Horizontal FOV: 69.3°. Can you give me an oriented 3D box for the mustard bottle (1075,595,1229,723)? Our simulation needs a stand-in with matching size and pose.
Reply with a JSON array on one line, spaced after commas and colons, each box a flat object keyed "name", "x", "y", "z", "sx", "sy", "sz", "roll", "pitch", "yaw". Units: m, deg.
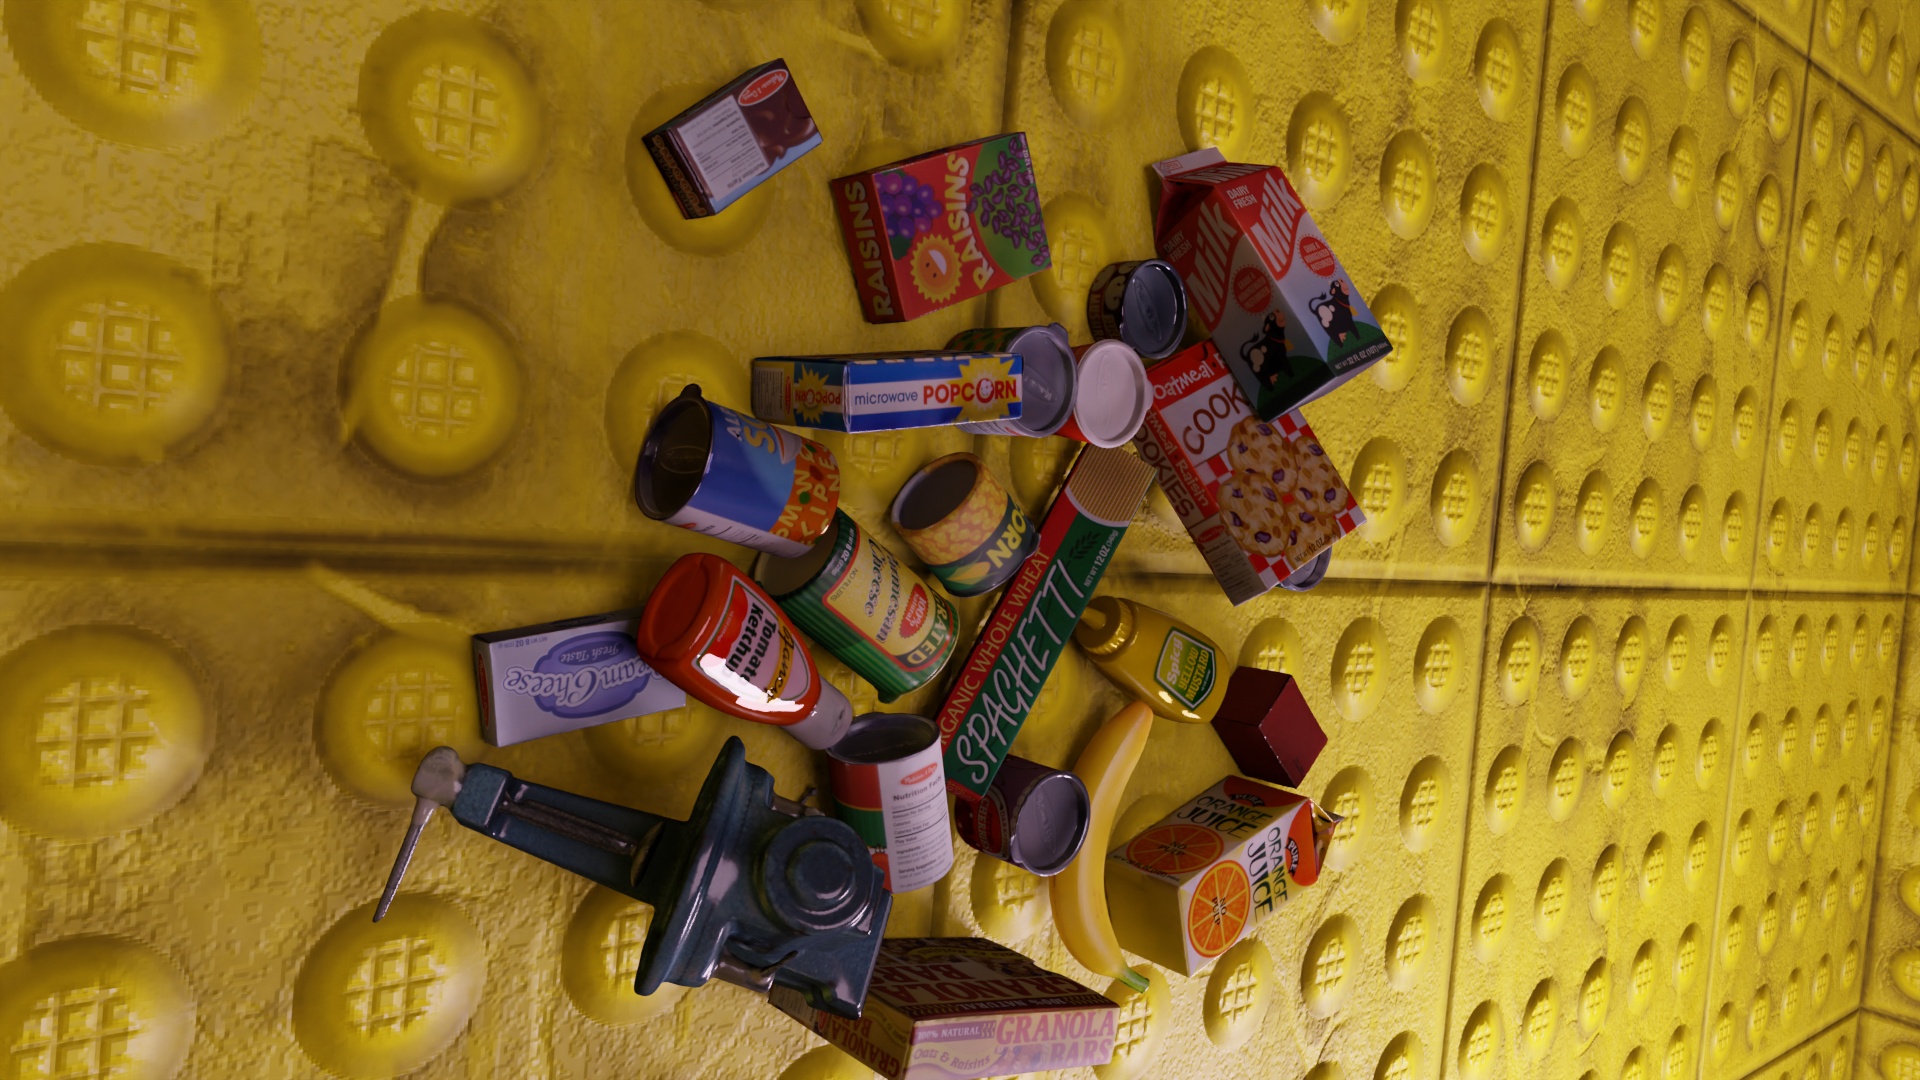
[{"name": "mustard bottle", "x": 0.123, "y": 0.075, "z": 0.950, "sx": 0.160, "sy": 0.049, "sz": 0.065, "roll": 32, "pitch": 72, "yaw": -39}]

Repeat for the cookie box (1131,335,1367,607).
[{"name": "cookie box", "x": 0.193, "y": -0.056, "z": 0.957, "sx": 0.123, "sy": 0.040, "sz": 0.167, "roll": -29, "pitch": 86, "yaw": -36}]

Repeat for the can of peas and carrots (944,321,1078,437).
[{"name": "can of peas and carrots", "x": 0.029, "y": -0.099, "z": 0.840, "sx": 0.071, "sy": 0.058, "sz": 0.071, "roll": -6, "pitch": 98, "yaw": -41}]

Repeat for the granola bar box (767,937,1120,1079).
[{"name": "granola bar box", "x": -0.008, "y": 0.268, "z": 0.806, "sx": 0.165, "sy": 0.124, "sz": 0.039, "roll": 14, "pitch": 88, "yaw": -42}]

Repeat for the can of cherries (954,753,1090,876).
[{"name": "can of cherries", "x": 0.037, "y": 0.173, "z": 0.880, "sx": 0.072, "sy": 0.058, "sz": 0.071, "roll": -7, "pitch": 101, "yaw": -41}]

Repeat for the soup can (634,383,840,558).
[{"name": "soup can", "x": -0.113, "y": -0.034, "z": 0.717, "sx": 0.084, "sy": 0.071, "sz": 0.071, "roll": 19, "pitch": 82, "yaw": -42}]

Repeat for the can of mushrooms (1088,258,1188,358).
[{"name": "can of mushrooms", "x": 0.118, "y": -0.153, "z": 0.930, "sx": 0.071, "sy": 0.033, "sz": 0.071, "roll": -7, "pitch": 100, "yaw": -41}]

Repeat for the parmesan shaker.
[{"name": "parmesan shaker", "x": -0.058, "y": 0.036, "z": 0.773, "sx": 0.103, "sy": 0.071, "sz": 0.071, "roll": 43, "pitch": 68, "yaw": -36}]

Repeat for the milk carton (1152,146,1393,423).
[{"name": "milk carton", "x": 0.202, "y": -0.184, "z": 0.948, "sx": 0.072, "sy": 0.073, "sz": 0.190, "roll": -24, "pitch": 82, "yaw": -36}]

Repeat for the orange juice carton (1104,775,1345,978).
[{"name": "orange juice carton", "x": 0.198, "y": 0.233, "z": 1.019, "sx": 0.193, "sy": 0.072, "sz": 0.072, "roll": -22, "pitch": 110, "yaw": -38}]

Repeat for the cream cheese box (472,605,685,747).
[{"name": "cream cheese box", "x": -0.187, "y": 0.066, "z": 0.691, "sx": 0.104, "sy": 0.024, "sz": 0.053, "roll": -9, "pitch": 102, "yaw": -41}]

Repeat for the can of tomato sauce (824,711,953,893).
[{"name": "can of tomato sauce", "x": -0.041, "y": 0.150, "z": 0.802, "sx": 0.071, "sy": 0.071, "sz": 0.082, "roll": -20, "pitch": 111, "yaw": -38}]

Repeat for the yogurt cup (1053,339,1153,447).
[{"name": "yogurt cup", "x": 0.078, "y": -0.094, "z": 0.888, "sx": 0.072, "sy": 0.054, "sz": 0.072, "roll": -6, "pitch": 99, "yaw": -41}]

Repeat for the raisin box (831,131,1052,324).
[{"name": "raisin box", "x": -0.008, "y": -0.184, "z": 0.811, "sx": 0.124, "sy": 0.040, "sz": 0.085, "roll": -28, "pitch": 113, "yaw": -37}]

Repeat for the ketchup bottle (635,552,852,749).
[{"name": "ketchup bottle", "x": -0.107, "y": 0.066, "z": 0.730, "sx": 0.148, "sy": 0.043, "sz": 0.065, "roll": 50, "pitch": 56, "yaw": -51}]

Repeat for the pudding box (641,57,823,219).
[{"name": "pudding box", "x": -0.116, "y": -0.207, "z": 0.719, "sx": 0.084, "sy": 0.030, "sz": 0.049, "roll": -44, "pitch": 120, "yaw": -29}]

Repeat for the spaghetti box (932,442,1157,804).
[{"name": "spaghetti box", "x": 0.048, "y": 0.046, "z": 0.879, "sx": 0.050, "sy": 0.028, "sz": 0.251, "roll": 30, "pitch": 71, "yaw": -1}]

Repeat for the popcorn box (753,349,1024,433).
[{"name": "popcorn box", "x": -0.039, "y": -0.084, "z": 0.765, "sx": 0.127, "sy": 0.085, "sz": 0.038, "roll": -9, "pitch": 102, "yaw": -41}]

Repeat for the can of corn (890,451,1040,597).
[{"name": "can of corn", "x": 0.003, "y": -0.010, "z": 0.820, "sx": 0.058, "sy": 0.071, "sz": 0.071, "roll": 50, "pitch": 63, "yaw": -33}]

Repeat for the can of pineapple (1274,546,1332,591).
[{"name": "can of pineapple", "x": 0.233, "y": 0.003, "z": 1.032, "sx": 0.071, "sy": 0.058, "sz": 0.071, "roll": -6, "pitch": 99, "yaw": -41}]
